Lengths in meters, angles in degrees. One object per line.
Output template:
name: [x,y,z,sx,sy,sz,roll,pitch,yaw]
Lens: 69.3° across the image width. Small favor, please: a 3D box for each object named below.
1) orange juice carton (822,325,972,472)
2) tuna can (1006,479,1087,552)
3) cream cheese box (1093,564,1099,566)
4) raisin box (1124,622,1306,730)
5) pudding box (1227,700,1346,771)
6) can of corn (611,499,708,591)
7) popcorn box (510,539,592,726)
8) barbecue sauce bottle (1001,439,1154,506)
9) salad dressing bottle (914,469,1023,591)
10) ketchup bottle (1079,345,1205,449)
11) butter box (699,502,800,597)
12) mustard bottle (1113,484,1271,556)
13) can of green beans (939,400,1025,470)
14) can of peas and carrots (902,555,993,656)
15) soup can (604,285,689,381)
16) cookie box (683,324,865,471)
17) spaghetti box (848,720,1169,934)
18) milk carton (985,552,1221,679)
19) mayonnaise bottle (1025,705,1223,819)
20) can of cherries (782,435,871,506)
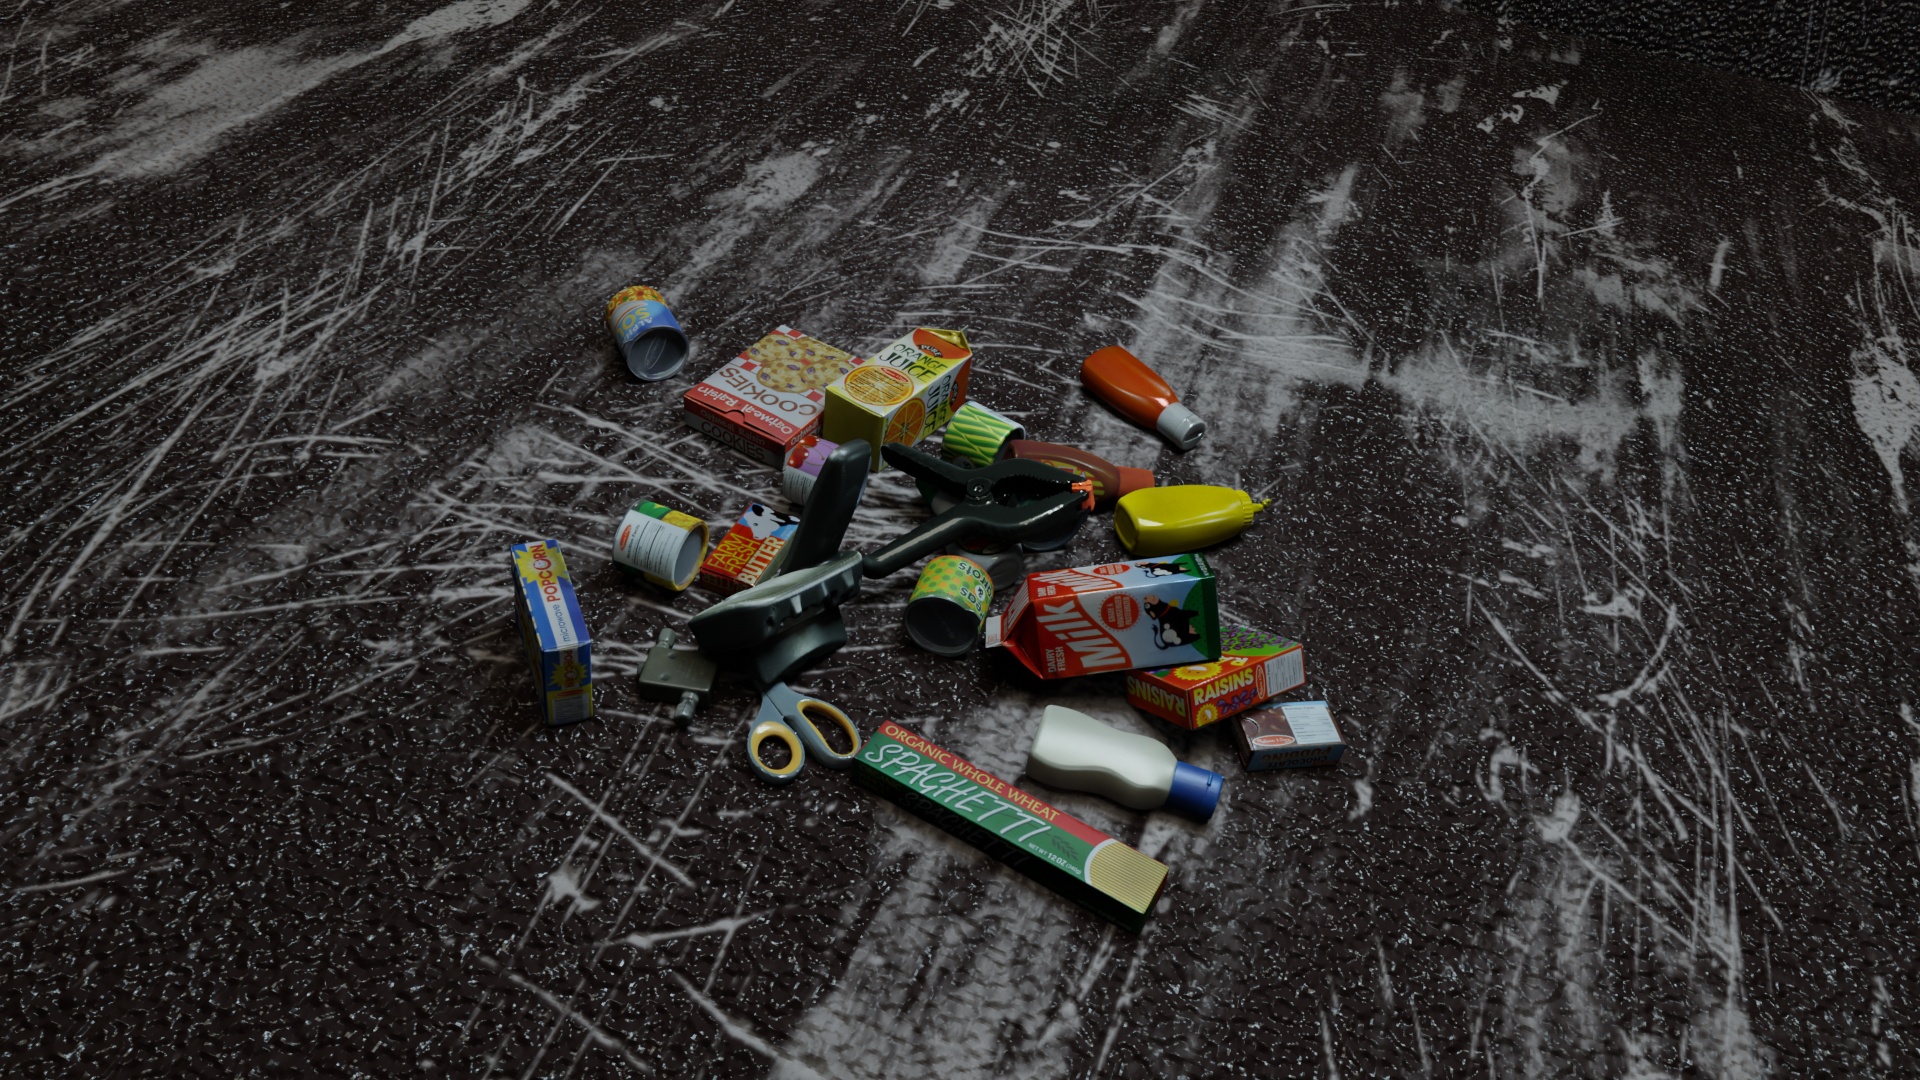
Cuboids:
orange juice carton: [-0.051,-0.154,1.412,0.073,0.071,0.194,29,45,22]
tuna can: [0.080,-0.025,1.291,0.071,0.070,0.033,-5,42,-16]
cream cheese box: [0.153,0.063,1.236,0.104,0.024,0.054,25,43,18]
raisin box: [0.211,0.112,1.155,0.124,0.040,0.086,-16,18,-27]
pudding box: [0.267,0.159,1.142,0.084,0.030,0.050,-2,43,-12]
can of corn: [-0.257,0.004,1.200,0.058,0.070,0.071,19,42,11]
popcorn box: [-0.322,0.071,1.094,0.038,0.084,0.127,-11,44,-23]
barbecue sauce bottle: [0.113,-0.059,1.344,0.149,0.064,0.044,6,32,-17]
salad dressing bottle: [0.005,-0.016,1.285,0.064,0.043,0.148,-20,48,-19]
ketchup bottle: [0.196,-0.151,1.476,0.065,0.043,0.149,-23,50,-31]
butter box: [-0.185,0.010,1.235,0.053,0.024,0.104,19,42,11]
mustard bottle: [0.229,-0.023,1.330,0.160,0.048,0.065,-7,43,-19]
can of green beans: [0.023,-0.095,1.363,0.058,0.070,0.071,29,44,21]
can of peas and carrots: [-0.008,0.054,1.183,0.071,0.070,0.059,15,41,7]
soup can: [-0.327,-0.216,1.436,0.071,0.071,0.084,-14,45,-24]
cookie box: [-0.181,-0.148,1.407,0.123,0.040,0.168,25,43,18]
spaghetti box: [0.033,0.211,1.041,0.250,0.028,0.050,25,42,18]
milk carton: [0.116,0.065,1.158,0.191,0.073,0.072,-7,15,3]
mayonnaise bottle: [0.129,0.178,1.088,0.148,0.041,0.065,18,43,8]
can of cherries: [-0.124,-0.060,1.296,0.058,0.071,0.072,20,42,15]
